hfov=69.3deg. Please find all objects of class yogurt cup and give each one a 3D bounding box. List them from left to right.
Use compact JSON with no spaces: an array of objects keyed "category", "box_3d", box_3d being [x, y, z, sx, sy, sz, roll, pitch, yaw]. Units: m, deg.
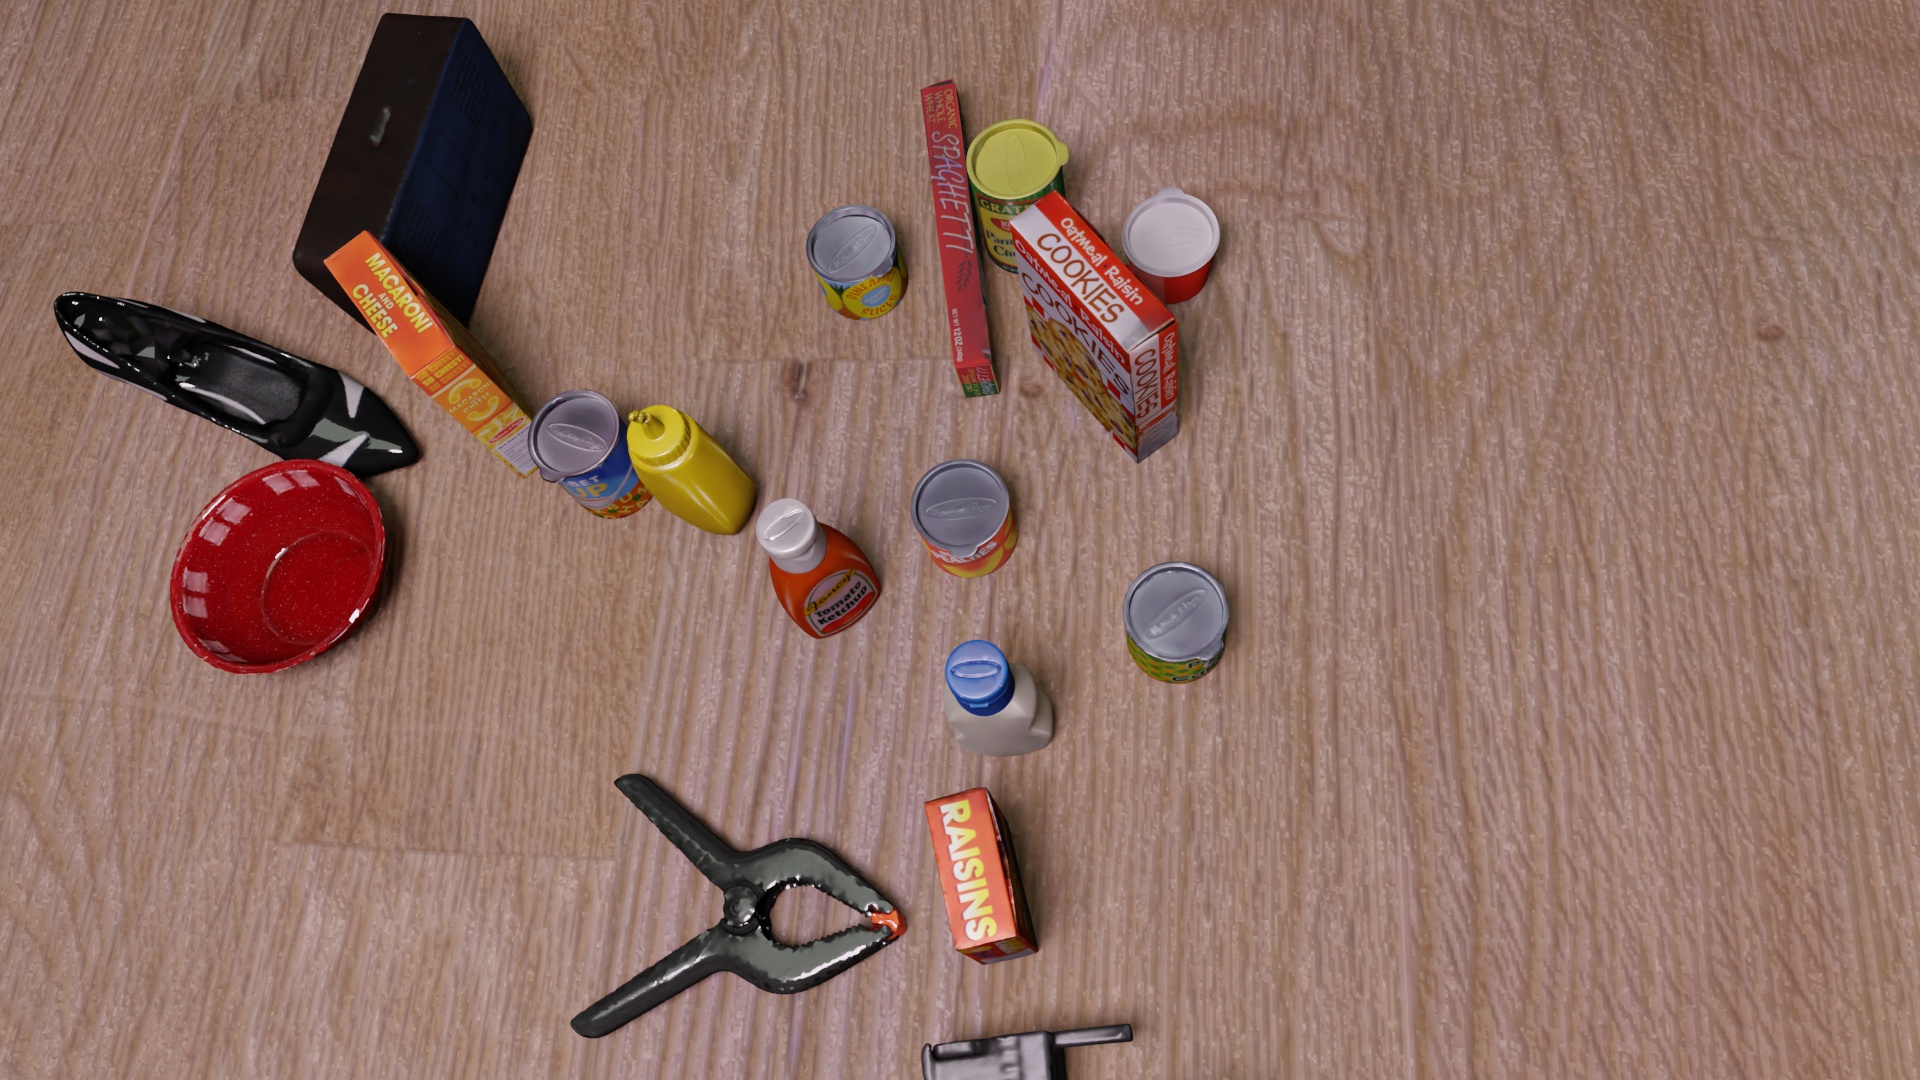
[{"category":"yogurt cup","box_3d":[0.151,-0.206,0.996,0.072,0.053,0.072,-3,69,8]}]

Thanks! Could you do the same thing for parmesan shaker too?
[{"category":"parmesan shaker","box_3d":[0.047,-0.245,1.001,0.071,0.102,0.071,-3,69,8]}]

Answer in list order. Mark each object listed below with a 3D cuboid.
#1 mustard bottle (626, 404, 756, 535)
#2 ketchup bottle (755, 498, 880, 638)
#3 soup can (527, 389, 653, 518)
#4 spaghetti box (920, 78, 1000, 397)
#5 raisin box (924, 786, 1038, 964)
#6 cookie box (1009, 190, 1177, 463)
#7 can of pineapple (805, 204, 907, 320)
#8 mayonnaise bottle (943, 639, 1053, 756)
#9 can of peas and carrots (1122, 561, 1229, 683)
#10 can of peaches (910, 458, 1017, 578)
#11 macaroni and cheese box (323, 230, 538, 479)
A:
[{"category":"mustard bottle","box_3d":[-0.186,-0.052,0.929,0.065,0.159,0.049,18,73,15]},{"category":"ketchup bottle","box_3d":[-0.095,0.016,0.895,0.065,0.148,0.043,-37,68,-6]},{"category":"soup can","box_3d":[-0.259,-0.057,0.984,0.071,0.083,0.071,-3,69,8]},{"category":"spaghetti box","box_3d":[-0.001,-0.226,1.029,0.029,0.050,0.251,-9,68,5]},{"category":"raisin box","box_3d":[0.014,0.201,0.820,0.040,0.123,0.086,-14,68,3]},{"category":"cookie box","box_3d":[0.091,-0.137,0.917,0.040,0.167,0.123,-36,68,-6]},{"category":"can of pineapple","box_3d":[-0.075,-0.203,1.027,0.071,0.057,0.071,-3,69,8]},{"category":"mayonnaise bottle","box_3d":[0.020,0.098,0.846,0.065,0.147,0.041,-4,69,7]},{"category":"can of peas and carrots","box_3d":[0.140,0.055,0.893,0.071,0.058,0.071,-3,69,8]},{"category":"can of peaches","box_3d":[0.003,-0.012,0.940,0.071,0.058,0.071,-3,69,8]},{"category":"macaroni and cheese box","box_3d":[-0.361,-0.128,0.982,0.040,0.166,0.124,-39,69,-7]}]
